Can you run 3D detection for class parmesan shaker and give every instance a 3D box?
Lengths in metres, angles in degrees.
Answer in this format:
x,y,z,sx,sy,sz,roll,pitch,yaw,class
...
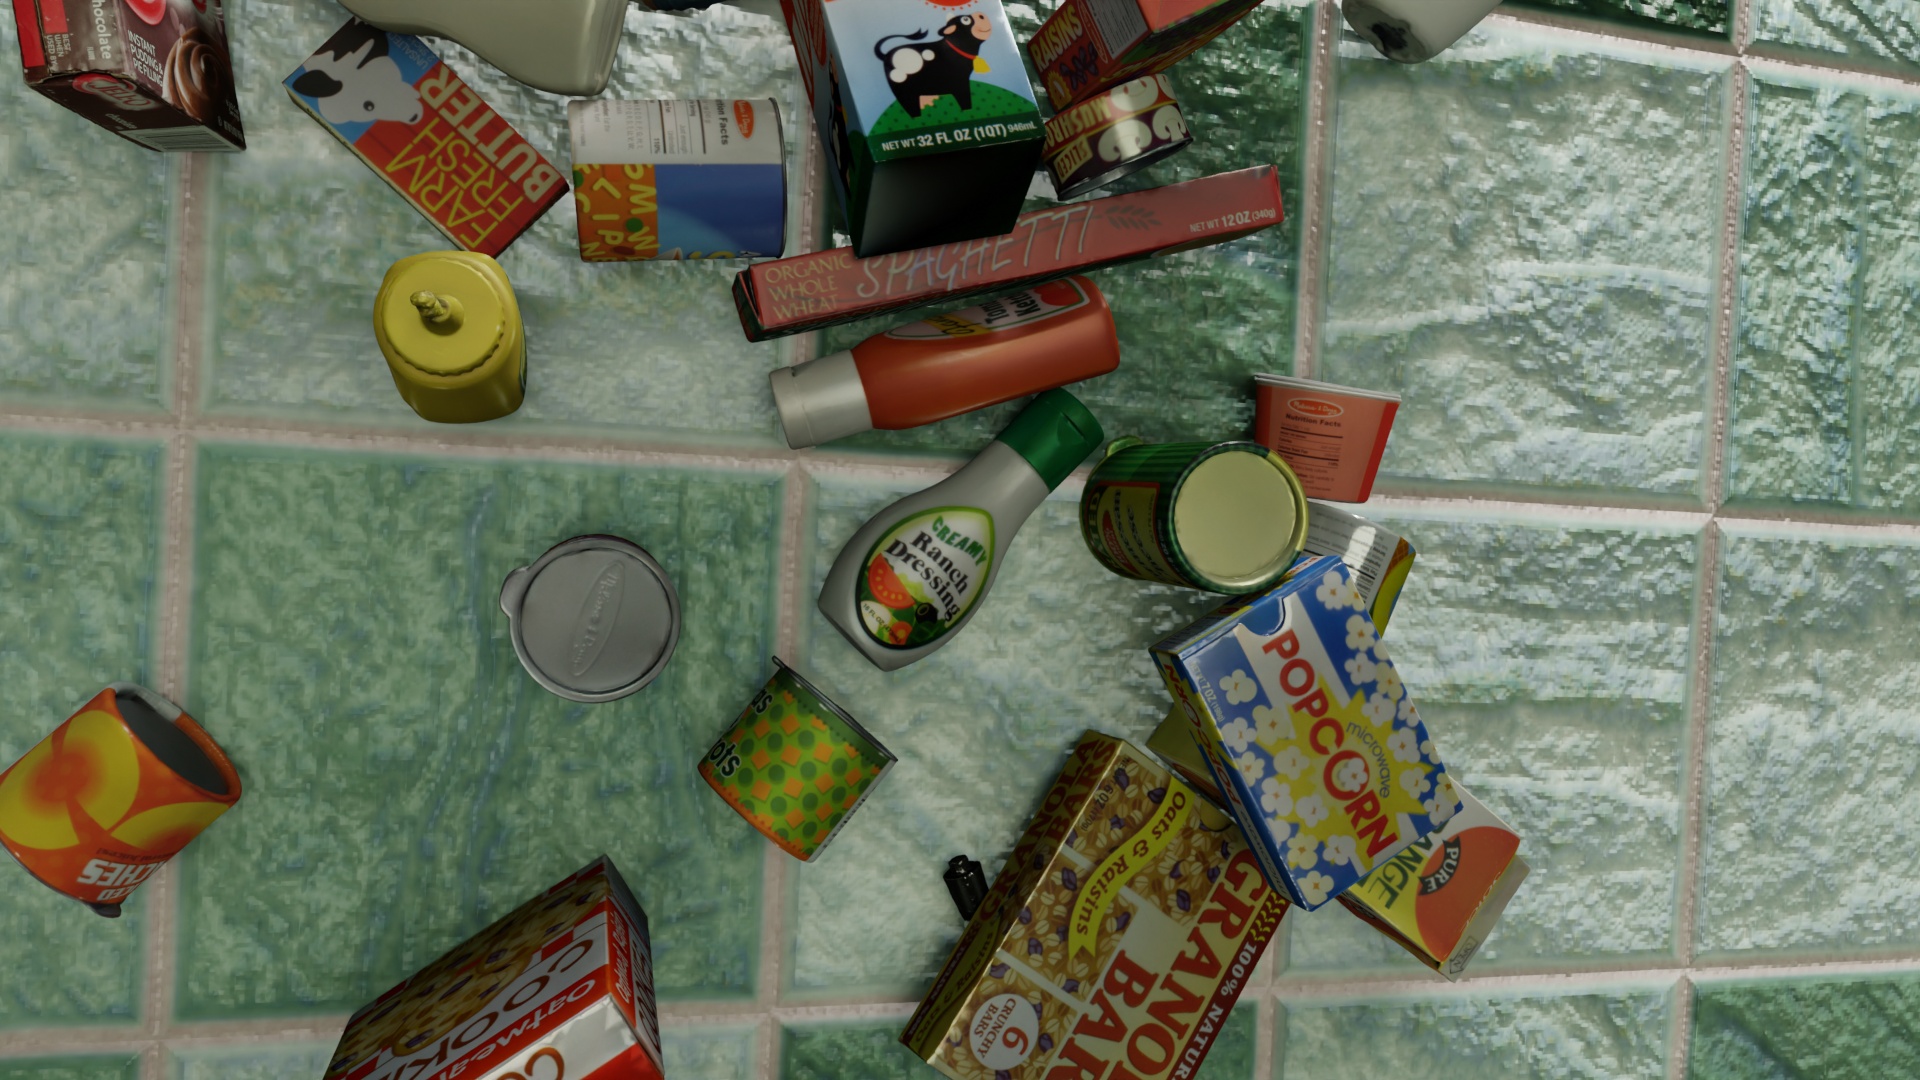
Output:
x,y,z,sx,sy,sz,roll,pitch,yaw,class
0.100,-0.014,0.621,0.071,0.103,0.071,-1,92,-14,parmesan shaker

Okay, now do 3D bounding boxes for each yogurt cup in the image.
x,y,z,sx,sy,sz,roll,pitch,yaw,class
0.170,-0.048,0.660,0.072,0.072,0.054,6,99,-15,yogurt cup

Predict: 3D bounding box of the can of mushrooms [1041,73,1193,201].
x,y,z,sx,sy,sz,roll,pitch,yaw,class
0.067,-0.180,0.625,0.071,0.071,0.033,-24,97,-13,can of mushrooms

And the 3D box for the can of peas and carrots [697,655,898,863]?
x,y,z,sx,sy,sz,roll,pitch,yaw,class
-0.072,0.094,0.598,0.071,0.071,0.059,41,82,-13,can of peas and carrots

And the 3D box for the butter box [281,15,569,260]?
x,y,z,sx,sy,sz,roll,pitch,yaw,class
-0.218,-0.165,0.572,0.103,0.024,0.053,43,82,-12,butter box

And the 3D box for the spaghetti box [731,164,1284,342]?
x,y,z,sx,sy,sz,roll,pitch,yaw,class
0.023,-0.130,0.624,0.251,0.050,0.028,-14,95,-14,spaghetti box

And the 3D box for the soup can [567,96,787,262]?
x,y,z,sx,sy,sz,roll,pitch,yaw,class
-0.118,-0.148,0.580,0.084,0.071,0.071,-5,93,-14,soup can

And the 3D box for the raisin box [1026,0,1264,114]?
x,y,z,sx,sy,sz,roll,pitch,yaw,class
0.089,-0.232,0.601,0.086,0.123,0.040,-29,99,-12,raisin box

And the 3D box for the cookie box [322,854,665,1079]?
x,y,z,sx,sy,sz,roll,pitch,yaw,class
-0.176,0.189,0.520,0.123,0.167,0.040,-32,100,-11,cookie box

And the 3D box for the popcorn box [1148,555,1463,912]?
x,y,z,sx,sy,sz,roll,pitch,yaw,class
0.148,0.081,0.593,0.085,0.038,0.126,-29,97,-11,popcorn box

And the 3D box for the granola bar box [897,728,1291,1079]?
x,y,z,sx,sy,sz,roll,pitch,yaw,class
0.069,0.190,0.637,0.124,0.039,0.166,38,75,-18,granola bar box

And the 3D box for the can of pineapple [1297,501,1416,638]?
x,y,z,sx,sy,sz,roll,pitch,yaw,class
0.175,0.020,0.663,0.071,0.071,0.058,25,85,-14,can of pineapple

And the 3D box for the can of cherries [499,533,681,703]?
x,y,z,sx,sy,sz,roll,pitch,yaw,class
-0.154,0.029,0.578,0.071,0.058,0.071,-1,93,-14,can of cherries

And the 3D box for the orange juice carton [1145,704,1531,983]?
x,y,z,sx,sy,sz,roll,pitch,yaw,class
0.191,0.132,0.665,0.192,0.073,0.072,39,82,-13,orange juice carton

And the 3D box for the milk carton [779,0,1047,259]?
x,y,z,sx,sy,sz,roll,pitch,yaw,class
-0.031,-0.221,0.579,0.072,0.073,0.191,-12,73,-13,milk carton

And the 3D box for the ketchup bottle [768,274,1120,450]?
x,y,z,sx,sy,sz,roll,pitch,yaw,class
-0.008,-0.077,0.614,0.149,0.065,0.043,-17,113,-5,ketchup bottle

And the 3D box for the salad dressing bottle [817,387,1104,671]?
x,y,z,sx,sy,sz,roll,pitch,yaw,class
0.002,-0.008,0.626,0.148,0.044,0.064,-46,103,-9,salad dressing bottle

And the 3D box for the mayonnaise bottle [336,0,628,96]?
x,y,z,sx,sy,sz,roll,pitch,yaw,class
-0.205,-0.221,0.535,0.148,0.041,0.064,17,104,-3,mayonnaise bottle

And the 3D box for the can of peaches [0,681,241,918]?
x,y,z,sx,sy,sz,roll,pitch,yaw,class
-0.321,0.098,0.531,0.058,0.071,0.071,-43,102,-10,can of peaches

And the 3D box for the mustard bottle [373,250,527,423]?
x,y,z,sx,sy,sz,roll,pitch,yaw,class
-0.187,-0.077,0.513,0.049,0.160,0.065,-8,96,-16,mustard bottle
